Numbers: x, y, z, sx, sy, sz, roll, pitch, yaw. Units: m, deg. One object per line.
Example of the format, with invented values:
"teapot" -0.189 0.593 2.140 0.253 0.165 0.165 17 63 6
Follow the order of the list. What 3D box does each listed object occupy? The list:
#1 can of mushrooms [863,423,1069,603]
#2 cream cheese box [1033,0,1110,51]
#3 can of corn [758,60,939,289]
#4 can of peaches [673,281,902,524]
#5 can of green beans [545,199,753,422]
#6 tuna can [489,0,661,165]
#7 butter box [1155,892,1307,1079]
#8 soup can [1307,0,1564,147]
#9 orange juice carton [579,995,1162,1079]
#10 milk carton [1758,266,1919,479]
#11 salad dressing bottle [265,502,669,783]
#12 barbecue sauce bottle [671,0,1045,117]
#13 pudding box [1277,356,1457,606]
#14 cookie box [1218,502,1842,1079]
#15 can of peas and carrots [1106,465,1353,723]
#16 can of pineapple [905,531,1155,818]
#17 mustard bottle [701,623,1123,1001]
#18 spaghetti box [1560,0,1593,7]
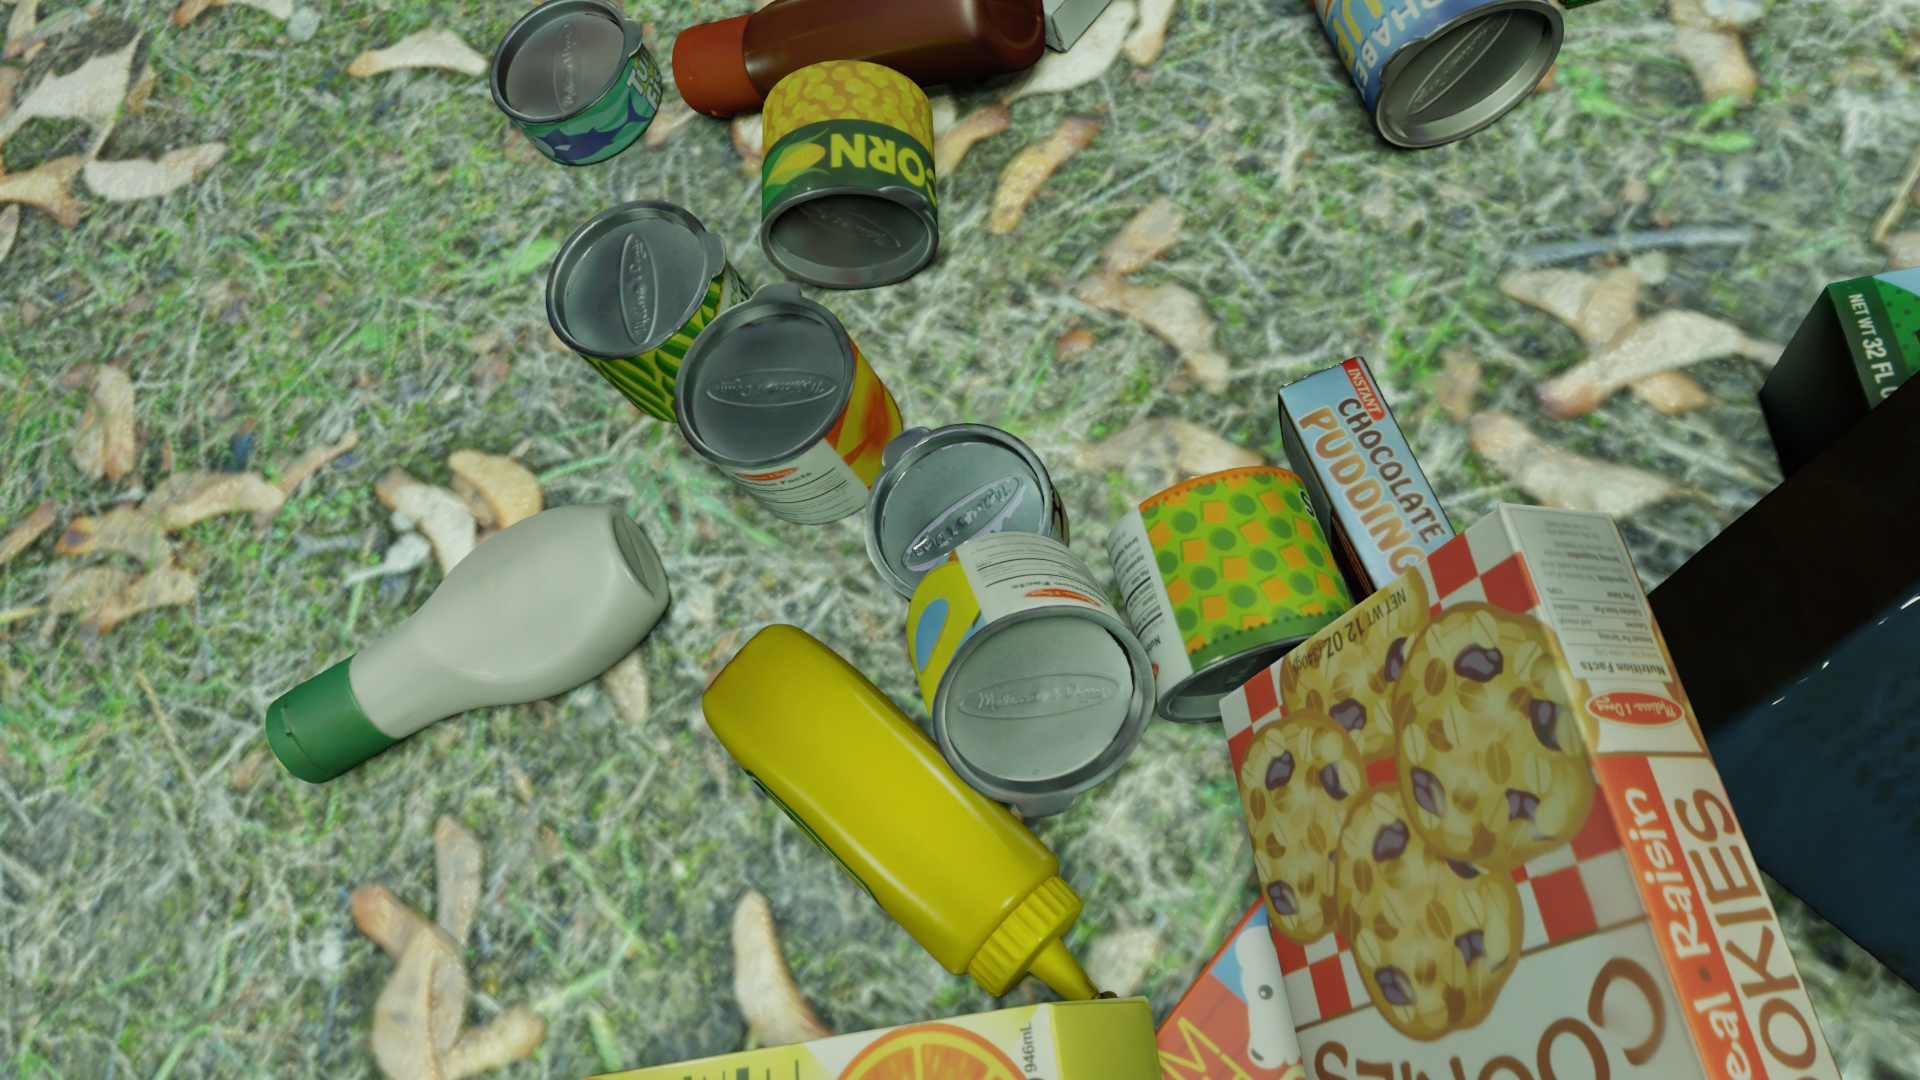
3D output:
"can of mushrooms" 0.002 -0.006 0.479 0.071 0.033 0.071 -5 69 14
"cream cheese box" 0.053 -0.251 0.562 0.053 0.024 0.104 37 83 26
"can of corn" -0.040 -0.137 0.521 0.071 0.071 0.058 -8 68 13
"can of peaches" -0.059 -0.048 0.498 0.071 0.058 0.071 -6 68 14
"can of green beans" -0.113 -0.085 0.527 0.071 0.057 0.071 -5 69 14
"tuna can" -0.162 -0.198 0.597 0.071 0.032 0.071 -5 69 14
"butter box" 0.081 0.154 0.401 0.053 0.024 0.103 38 83 24
"soup can" 0.158 -0.192 0.485 0.071 0.071 0.084 -22 65 7
"orange juice carton" -0.041 0.178 0.387 0.192 0.073 0.072 -18 66 23
"milk carton" 0.337 -0.042 0.377 0.190 0.073 0.072 -9 69 12
"salad dressing bottle" -0.181 0.039 0.507 0.147 0.044 0.064 -28 67 5
"barbecue sauce bottle" -0.045 -0.195 0.545 0.148 0.065 0.043 0 101 29
"pudding box" 0.129 -0.009 0.435 0.030 0.049 0.084 -22 65 6
"cookie box" 0.126 0.093 0.333 0.040 0.122 0.168 5 60 -24
"can of peas and carrots" 0.086 0.017 0.430 0.071 0.070 0.059 -19 66 8
"can of pineapple" 0.019 0.039 0.426 0.071 0.070 0.058 -31 25 3
"mustard bottle" -0.011 0.092 0.430 0.160 0.065 0.049 41 82 20
"spaghetti box" 0.220 -0.316 0.538 0.050 0.028 0.251 -14 67 10
